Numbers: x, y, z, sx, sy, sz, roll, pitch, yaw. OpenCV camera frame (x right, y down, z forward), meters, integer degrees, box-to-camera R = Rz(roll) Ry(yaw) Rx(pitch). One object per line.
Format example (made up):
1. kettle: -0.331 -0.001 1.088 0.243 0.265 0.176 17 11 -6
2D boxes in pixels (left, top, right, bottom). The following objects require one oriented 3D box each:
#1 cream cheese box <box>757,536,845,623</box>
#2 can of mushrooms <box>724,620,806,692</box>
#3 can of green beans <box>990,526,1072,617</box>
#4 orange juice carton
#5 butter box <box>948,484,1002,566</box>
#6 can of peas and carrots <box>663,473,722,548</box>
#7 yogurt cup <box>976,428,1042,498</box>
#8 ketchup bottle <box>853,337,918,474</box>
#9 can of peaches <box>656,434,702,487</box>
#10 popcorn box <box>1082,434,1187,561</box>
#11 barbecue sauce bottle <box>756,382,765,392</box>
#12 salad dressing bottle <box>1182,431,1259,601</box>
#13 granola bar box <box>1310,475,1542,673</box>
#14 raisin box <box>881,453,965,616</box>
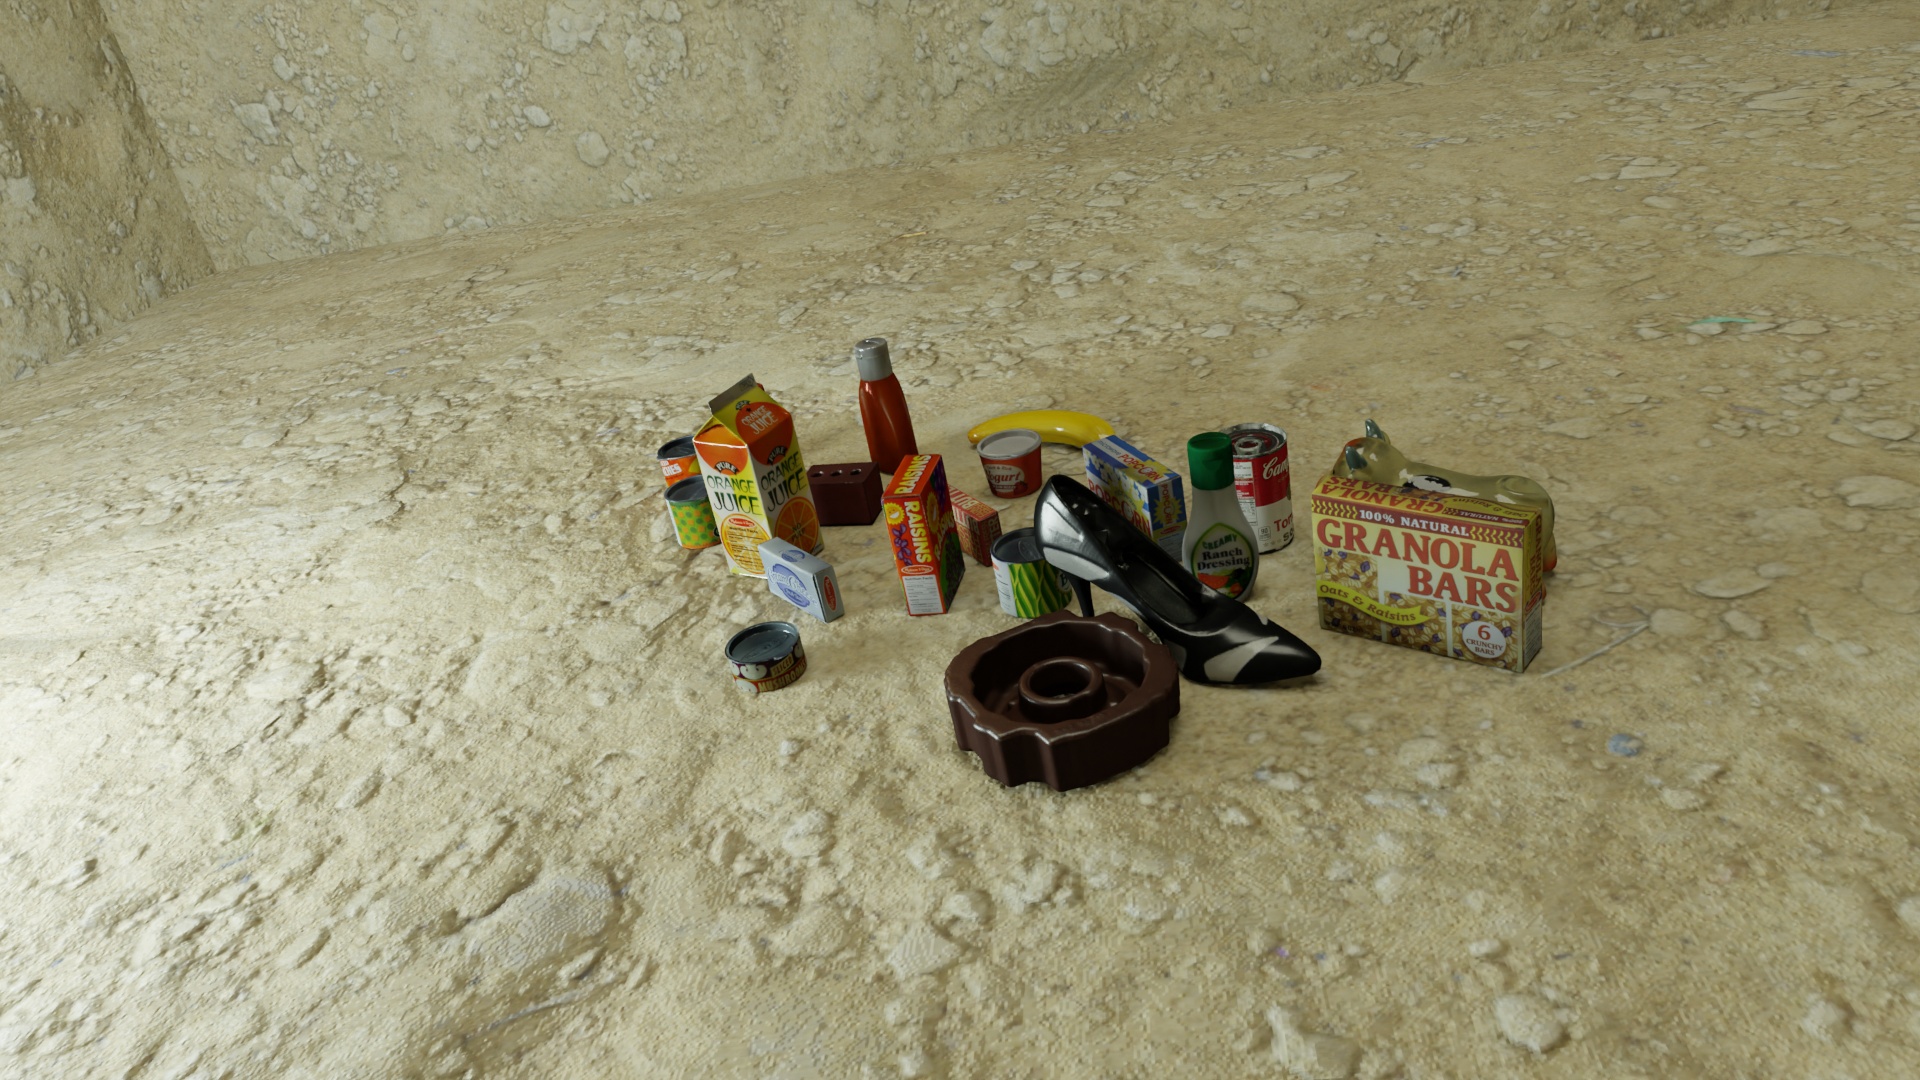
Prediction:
1. cream cheese box: -0.150 0.036 1.304 0.024 0.053 0.104 -28 31 -29
2. can of mushrooms: -0.167 0.102 1.207 0.071 0.033 0.071 -9 27 5
3. can of green beans: 0.064 0.028 1.233 0.071 0.057 0.071 -9 27 5
4. orange juice carton: -0.202 -0.063 1.362 0.073 0.191 0.072 7 32 32
5. butter box: 0.005 -0.017 1.348 0.024 0.053 0.103 -24 29 -23
6. can of peas and carrots: -0.273 -0.032 1.477 0.071 0.058 0.071 -9 27 5
7. yogurt cup: 0.054 -0.079 1.448 0.072 0.053 0.073 -9 27 5
8. ketchup bottle: -0.085 -0.148 1.531 0.044 0.148 0.065 -29 32 -32
9. can of peaches: -0.309 -0.081 1.588 0.071 0.057 0.071 -9 27 5
10. popcorn box: 0.163 -0.038 1.293 0.038 0.085 0.127 -20 28 -16
11. barbecue sauce bottle: -0.208 -0.093 1.471 0.043 0.148 0.065 9 33 35
12. salad dressing bottle: 0.215 -0.018 1.165 0.064 0.147 0.044 -8 27 7
13. granola bar box: 0.352 0.023 1.058 0.165 0.123 0.039 12 35 38
14. raisin box: -0.033 -0.006 1.263 0.040 0.122 0.086 -3 28 16
